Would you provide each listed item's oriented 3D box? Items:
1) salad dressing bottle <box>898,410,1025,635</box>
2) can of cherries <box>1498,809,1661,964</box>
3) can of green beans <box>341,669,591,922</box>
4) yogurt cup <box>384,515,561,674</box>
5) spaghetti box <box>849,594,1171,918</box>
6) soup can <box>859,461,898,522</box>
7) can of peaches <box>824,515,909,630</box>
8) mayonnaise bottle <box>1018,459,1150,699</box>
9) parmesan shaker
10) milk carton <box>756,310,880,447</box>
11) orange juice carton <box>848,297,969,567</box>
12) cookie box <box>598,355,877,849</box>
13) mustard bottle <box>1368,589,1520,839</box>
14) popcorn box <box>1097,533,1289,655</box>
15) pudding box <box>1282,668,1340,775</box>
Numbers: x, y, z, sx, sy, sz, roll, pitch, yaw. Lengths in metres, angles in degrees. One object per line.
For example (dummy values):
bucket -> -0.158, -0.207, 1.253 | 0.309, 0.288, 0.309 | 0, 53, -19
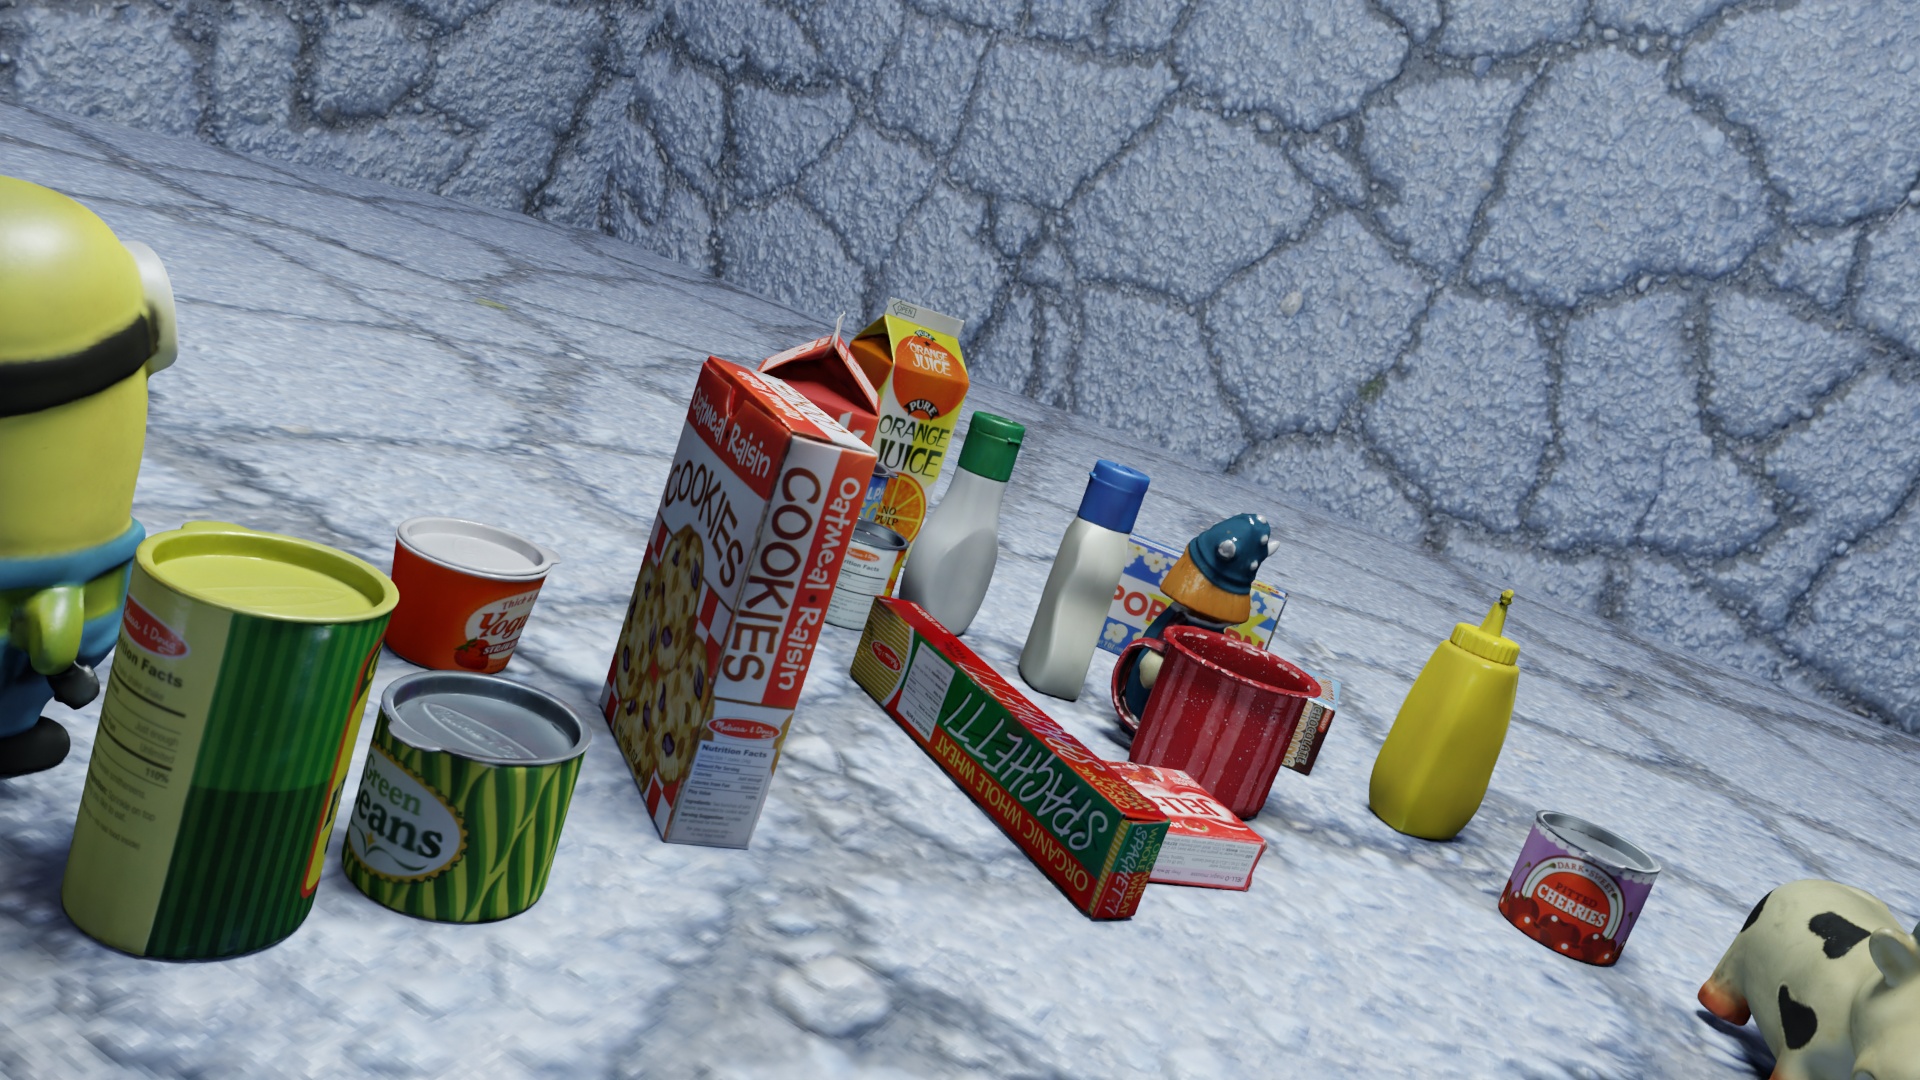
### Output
salad dressing bottle -> 0.003, -0.012, 0.924 | 0.064, 0.147, 0.044 | 8, 16, -45
can of cherries -> 0.334, 0.188, 0.754 | 0.071, 0.058, 0.071 | 18, 11, -4
can of green beans -> -0.161, 0.082, 0.453 | 0.071, 0.057, 0.071 | 18, 11, -4
yogurt cup -> -0.224, 0.025, 0.624 | 0.072, 0.053, 0.072 | 18, 11, -4
spaghetti box -> 0.014, 0.097, 0.684 | 0.029, 0.050, 0.250 | 12, 14, -33
soup can -> -0.089, -0.018, 0.965 | 0.071, 0.083, 0.071 | 18, 11, -4
can of peaches -> -0.073, 0.018, 0.889 | 0.071, 0.058, 0.071 | 18, 11, -4
mayonnaise bottle -> 0.079, 0.023, 0.883 | 0.041, 0.147, 0.065 | 17, 11, -11
parmesan shaker -> -0.208, 0.055, 0.394 | 0.071, 0.103, 0.071 | 18, 11, -4
milk carton -> -0.094, -0.033, 0.763 | 0.073, 0.190, 0.072 | 18, 11, -7
orange juice carton -> -0.055, -0.084, 1.055 | 0.072, 0.192, 0.073 | 11, 14, -36
cookie box -> -0.097, 0.020, 0.569 | 0.040, 0.167, 0.123 | 13, 13, -29
mustard bottle -> 0.304, 0.103, 0.847 | 0.065, 0.160, 0.049 | 14, 12, -26
popcorn box -> 0.166, 0.057, 1.025 | 0.127, 0.085, 0.038 | 22, 11, 13
pudding box -> 0.230, 0.119, 0.927 | 0.030, 0.049, 0.084 | 22, 12, 14
